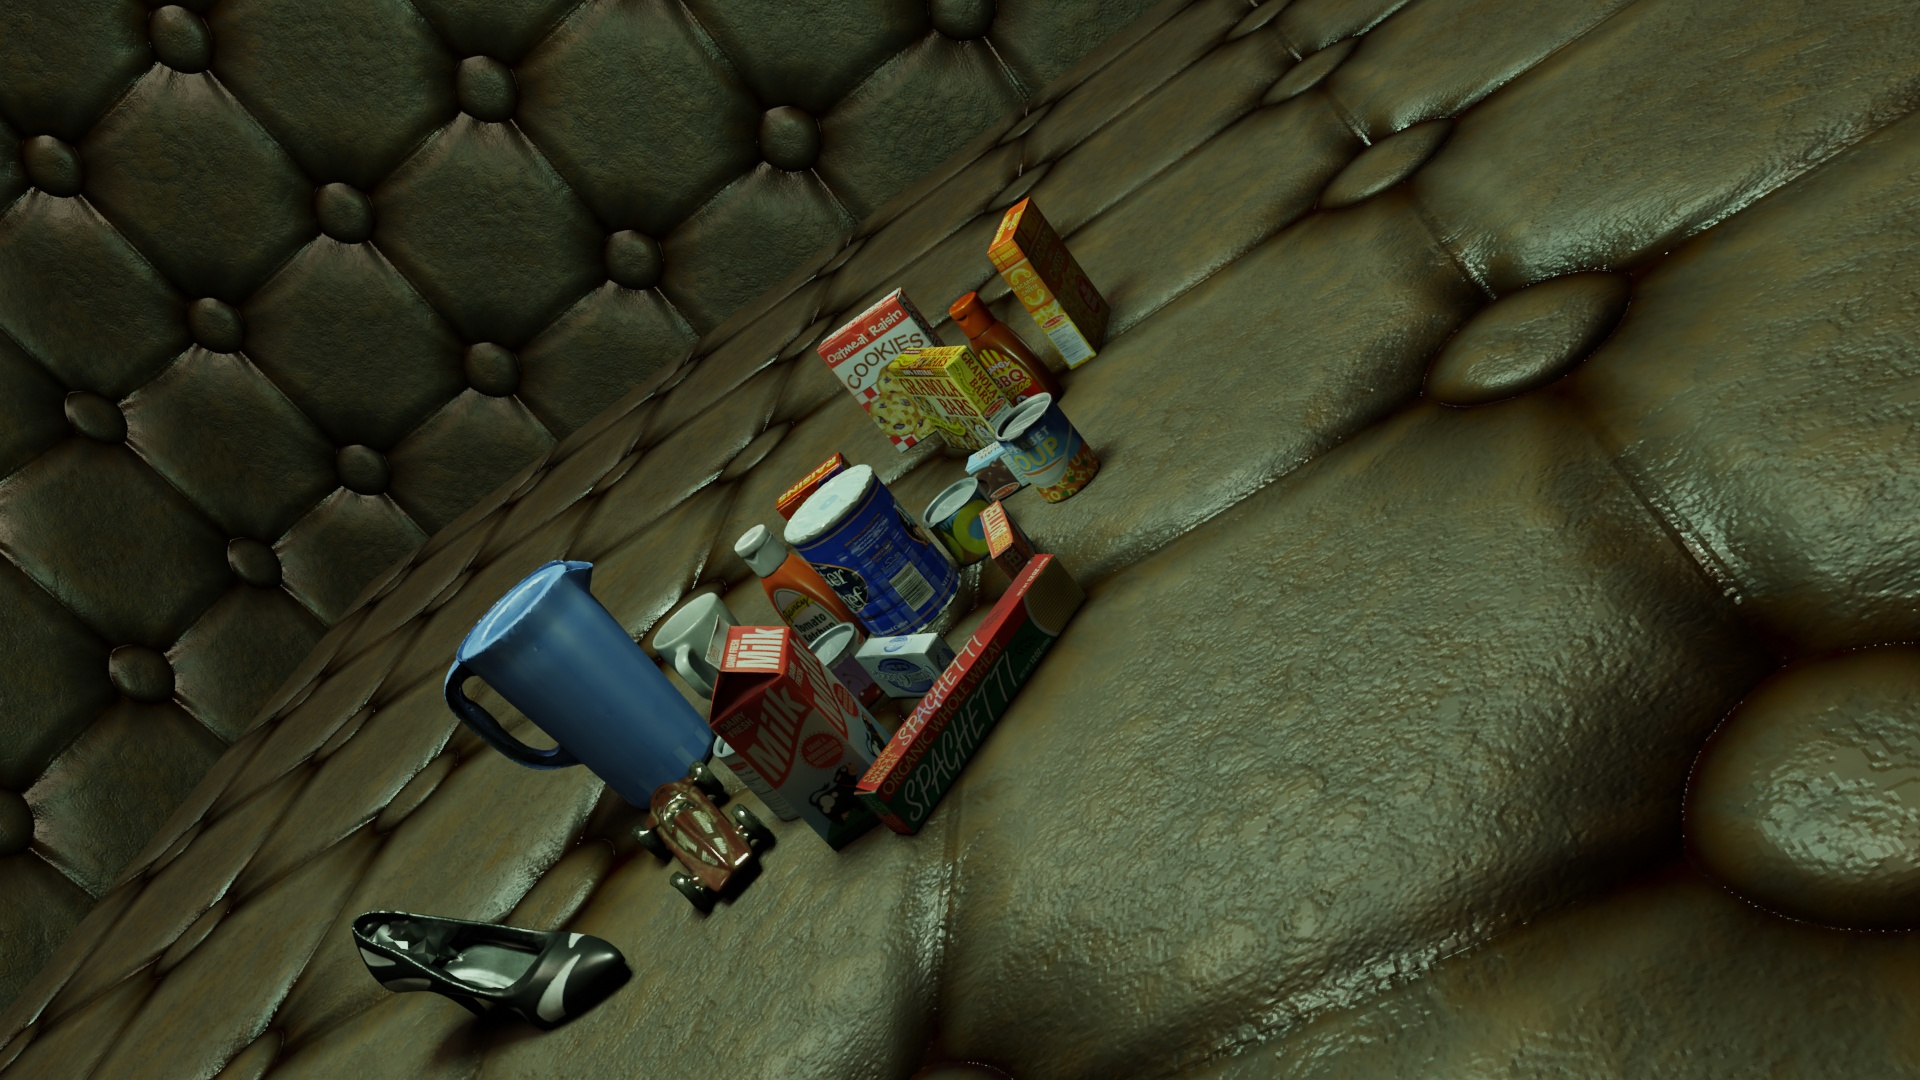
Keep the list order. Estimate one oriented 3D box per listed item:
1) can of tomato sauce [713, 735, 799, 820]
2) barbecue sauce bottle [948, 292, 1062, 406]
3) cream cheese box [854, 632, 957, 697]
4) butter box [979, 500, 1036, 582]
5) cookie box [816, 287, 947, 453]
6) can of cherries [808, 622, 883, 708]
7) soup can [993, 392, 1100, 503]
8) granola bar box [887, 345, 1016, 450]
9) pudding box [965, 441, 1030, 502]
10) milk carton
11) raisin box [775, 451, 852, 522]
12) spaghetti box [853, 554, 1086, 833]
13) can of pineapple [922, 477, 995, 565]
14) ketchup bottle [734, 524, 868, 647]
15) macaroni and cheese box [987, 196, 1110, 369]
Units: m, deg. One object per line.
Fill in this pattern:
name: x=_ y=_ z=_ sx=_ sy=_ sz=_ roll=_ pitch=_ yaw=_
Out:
can of tomato sauce: x=-0.153 y=0.181 z=1.161 sx=0.071 sy=0.083 sz=0.071 roll=-34 pitch=22 yaw=15
barbecue sauce bottle: x=0.046 y=-0.203 z=1.514 sx=0.064 sy=0.148 sz=0.044 roll=-20 pitch=29 yaw=42
cream cheese box: x=-0.039 y=0.106 z=1.165 sx=0.103 sy=0.053 sz=0.024 roll=-10 pitch=36 yaw=52
butter box: x=0.046 y=0.007 z=1.225 sx=0.024 sy=0.053 sz=0.104 roll=-36 pitch=21 yaw=9
cookie box: x=-0.073 y=-0.205 z=1.688 sx=0.122 sy=0.167 sz=0.040 roll=-31 pitch=22 yaw=21
can of cherries: x=-0.106 y=0.118 z=1.244 sx=0.071 sy=0.058 sz=0.072 roll=-34 pitch=22 yaw=15
soup can: x=0.081 y=-0.085 z=1.308 sx=0.071 sy=0.083 sz=0.071 roll=-34 pitch=22 yaw=15
granola bar box: x=-0.002 y=-0.156 z=1.533 sx=0.039 sy=0.124 sz=0.165 roll=-45 pitch=22 yaw=-13
pudding box: x=0.052 y=-0.078 z=1.389 sx=0.083 sy=0.049 sz=0.030 roll=-30 pitch=23 yaw=24
milk carton: x=-0.125 y=0.138 z=1.053 sx=0.073 sy=0.190 sz=0.072 roll=-35 pitch=21 yaw=12
raisin box: x=-0.121 y=-0.019 z=1.455 sx=0.086 sy=0.123 sz=0.040 roll=-36 pitch=21 yaw=10
spaghetti box: x=0.012 y=0.114 z=1.069 sx=0.028 sy=0.050 sz=0.251 roll=-8 pitch=37 yaw=54
can of pineapple: x=0.005 y=-0.017 z=1.333 sx=0.071 sy=0.057 sz=0.071 roll=-34 pitch=22 yaw=15
ketchup bottle: x=-0.156 y=0.049 z=1.340 sx=0.064 sy=0.148 sz=0.044 roll=-27 pitch=24 yaw=30
macaroni and cheese box: x=0.102 y=-0.292 z=1.576 sx=0.040 sy=0.166 sz=0.124 roll=-28 pitch=24 yaw=29
